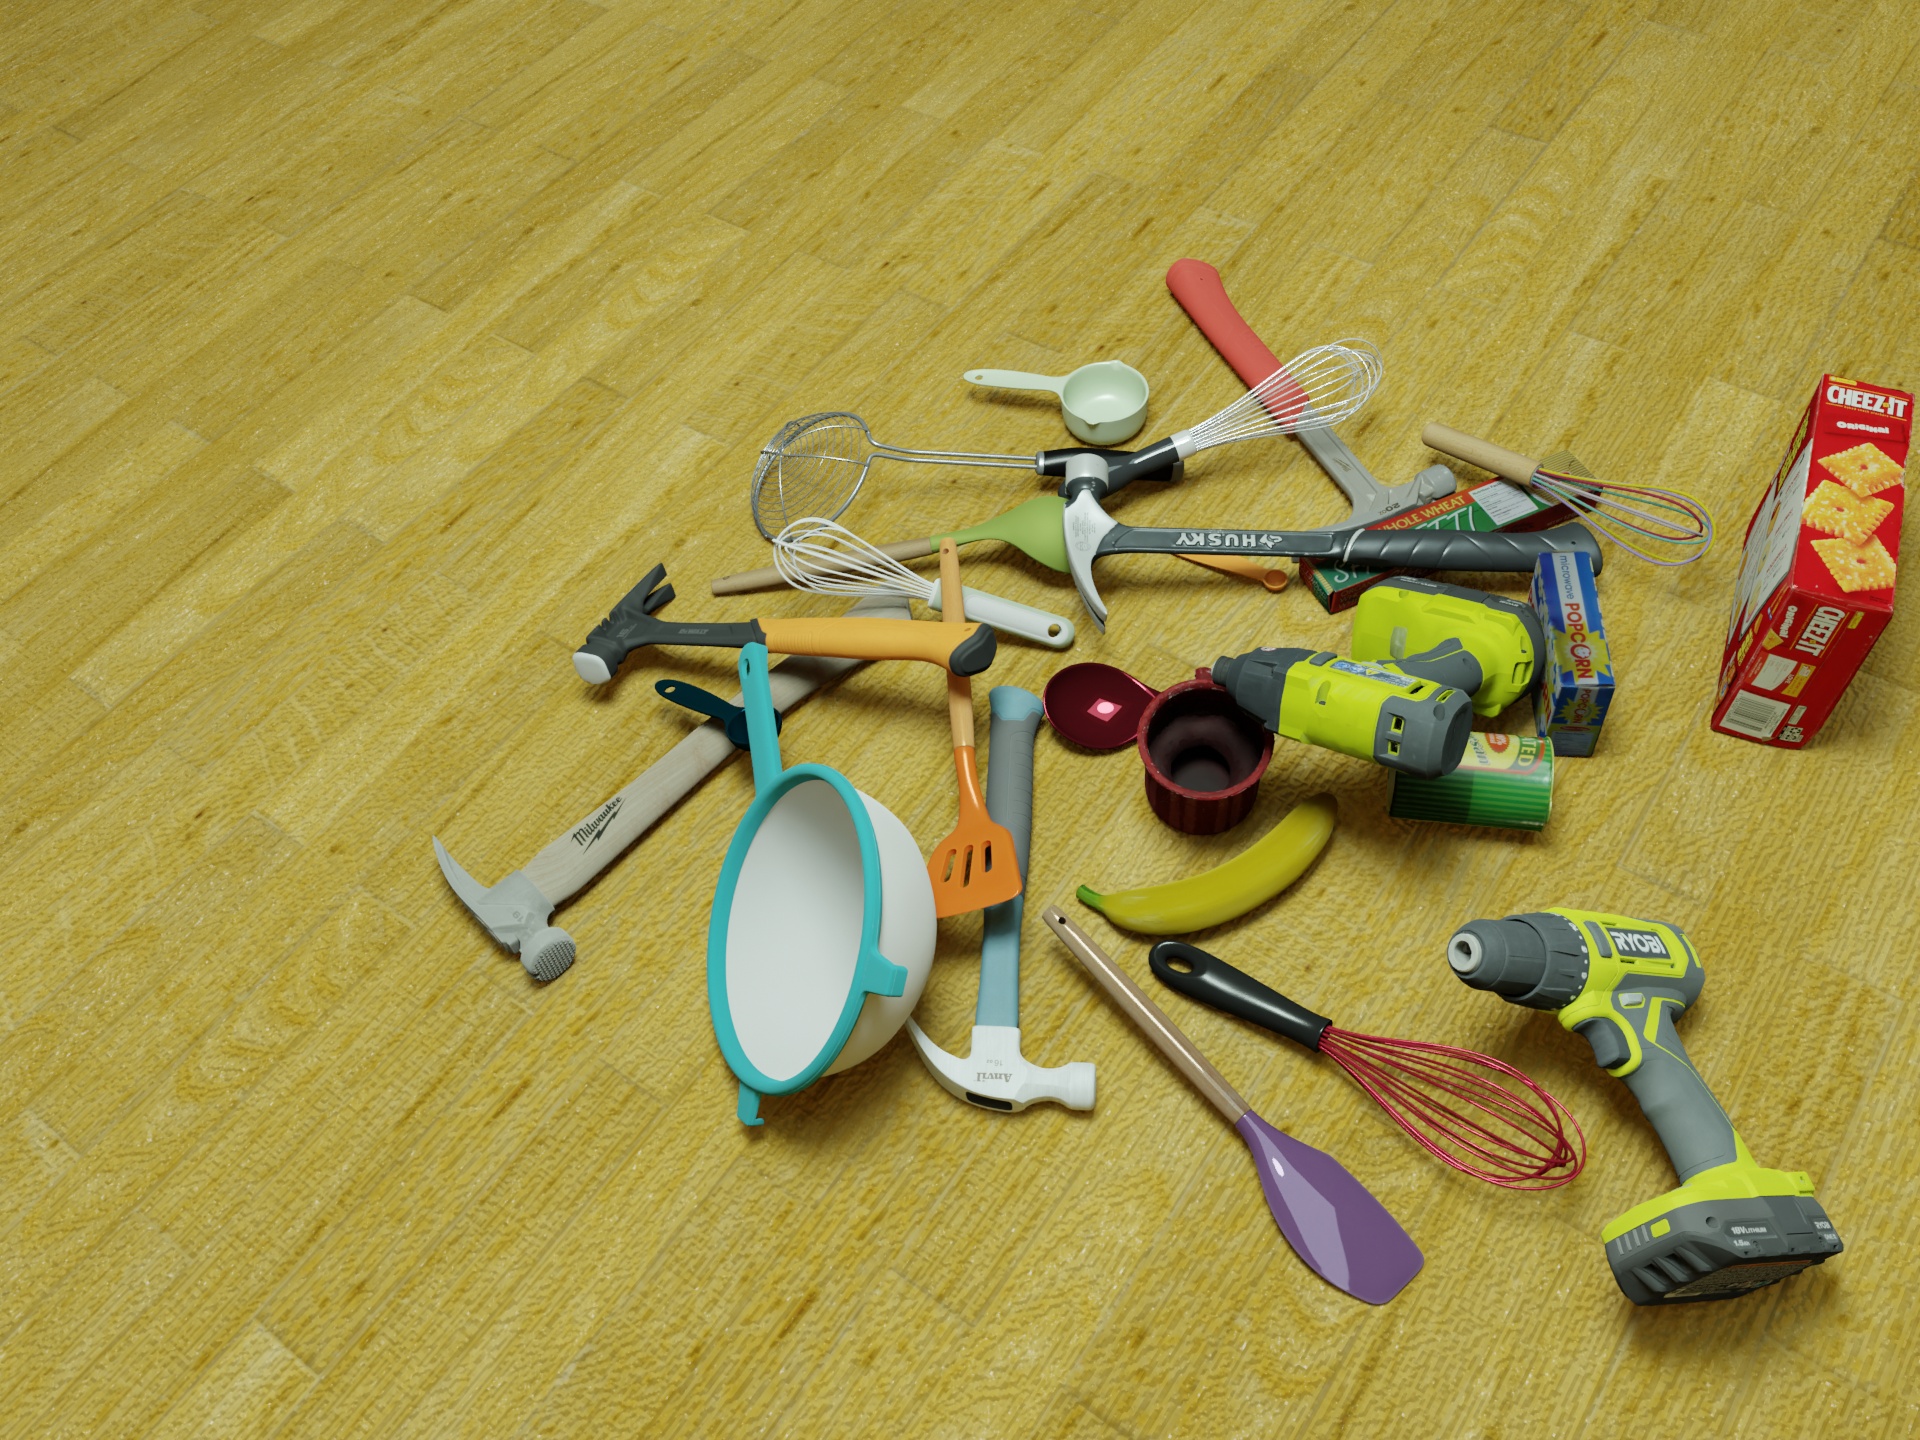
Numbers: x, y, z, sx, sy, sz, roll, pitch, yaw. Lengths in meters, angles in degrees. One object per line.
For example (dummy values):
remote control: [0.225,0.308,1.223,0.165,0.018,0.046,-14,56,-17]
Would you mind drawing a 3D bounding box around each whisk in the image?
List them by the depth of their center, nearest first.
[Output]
whisk: [0.246,0.208,1.002,0.296,0.073,0.073,24,59,29]
whisk: [-0.028,-0.101,1.234,0.246,0.059,0.058,17,95,-5]
whisk: [0.469,-0.186,1.237,0.245,0.047,0.051,32,62,34]
whisk: [0.212,-0.237,1.301,0.284,0.070,0.070,-23,53,3]

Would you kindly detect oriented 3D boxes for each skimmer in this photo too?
skimmer: [0.003,-0.204,1.353,0.363,0.090,0.127,2,59,-5]

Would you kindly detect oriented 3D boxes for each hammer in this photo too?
hammer: [0.032,0.113,1.110,0.128,0.033,0.331,0,53,6]
hammer: [-0.126,-0.067,1.202,0.337,0.034,0.127,4,41,26]
hammer: [-0.200,0.017,1.207,0.411,0.038,0.146,-41,58,-22]
hammer: [0.282,-0.131,1.220,0.409,0.036,0.149,2,63,3]
hammer: [0.266,-0.283,1.377,0.149,0.036,0.359,-22,55,-10]

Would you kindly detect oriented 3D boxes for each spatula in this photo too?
spatula: [0.158,0.231,0.999,0.060,0.018,0.316,-35,64,-19]
spatula: [-0.002,-0.004,1.140,0.081,0.041,0.323,-15,58,17]

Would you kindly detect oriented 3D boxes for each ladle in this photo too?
ladle: [0.219,-0.010,1.184,0.315,0.031,0.069,0,71,4]
ladle: [-0.046,-0.128,1.301,0.320,0.062,0.078,-10,37,8]

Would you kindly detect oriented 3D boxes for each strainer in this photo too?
strainer: [-0.090,0.089,1.072,0.095,0.211,0.341,14,46,-32]

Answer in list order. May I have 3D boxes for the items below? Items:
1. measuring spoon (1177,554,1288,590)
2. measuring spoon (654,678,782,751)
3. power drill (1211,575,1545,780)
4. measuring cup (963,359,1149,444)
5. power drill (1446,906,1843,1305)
measuring spoon: [0.210,-0.128,1.285,0.117,0.011,0.021,23,61,26]
measuring spoon: [-0.183,-0.004,1.192,0.129,0.021,0.042,22,51,35]
power drill: [0.292,-0.034,1.093,0.171,0.080,0.223,19,27,34]
measuring cup: [0.083,-0.282,1.397,0.167,0.038,0.083,11,55,17]
power drill: [0.389,0.212,0.925,0.190,0.080,0.229,9,49,-31]
